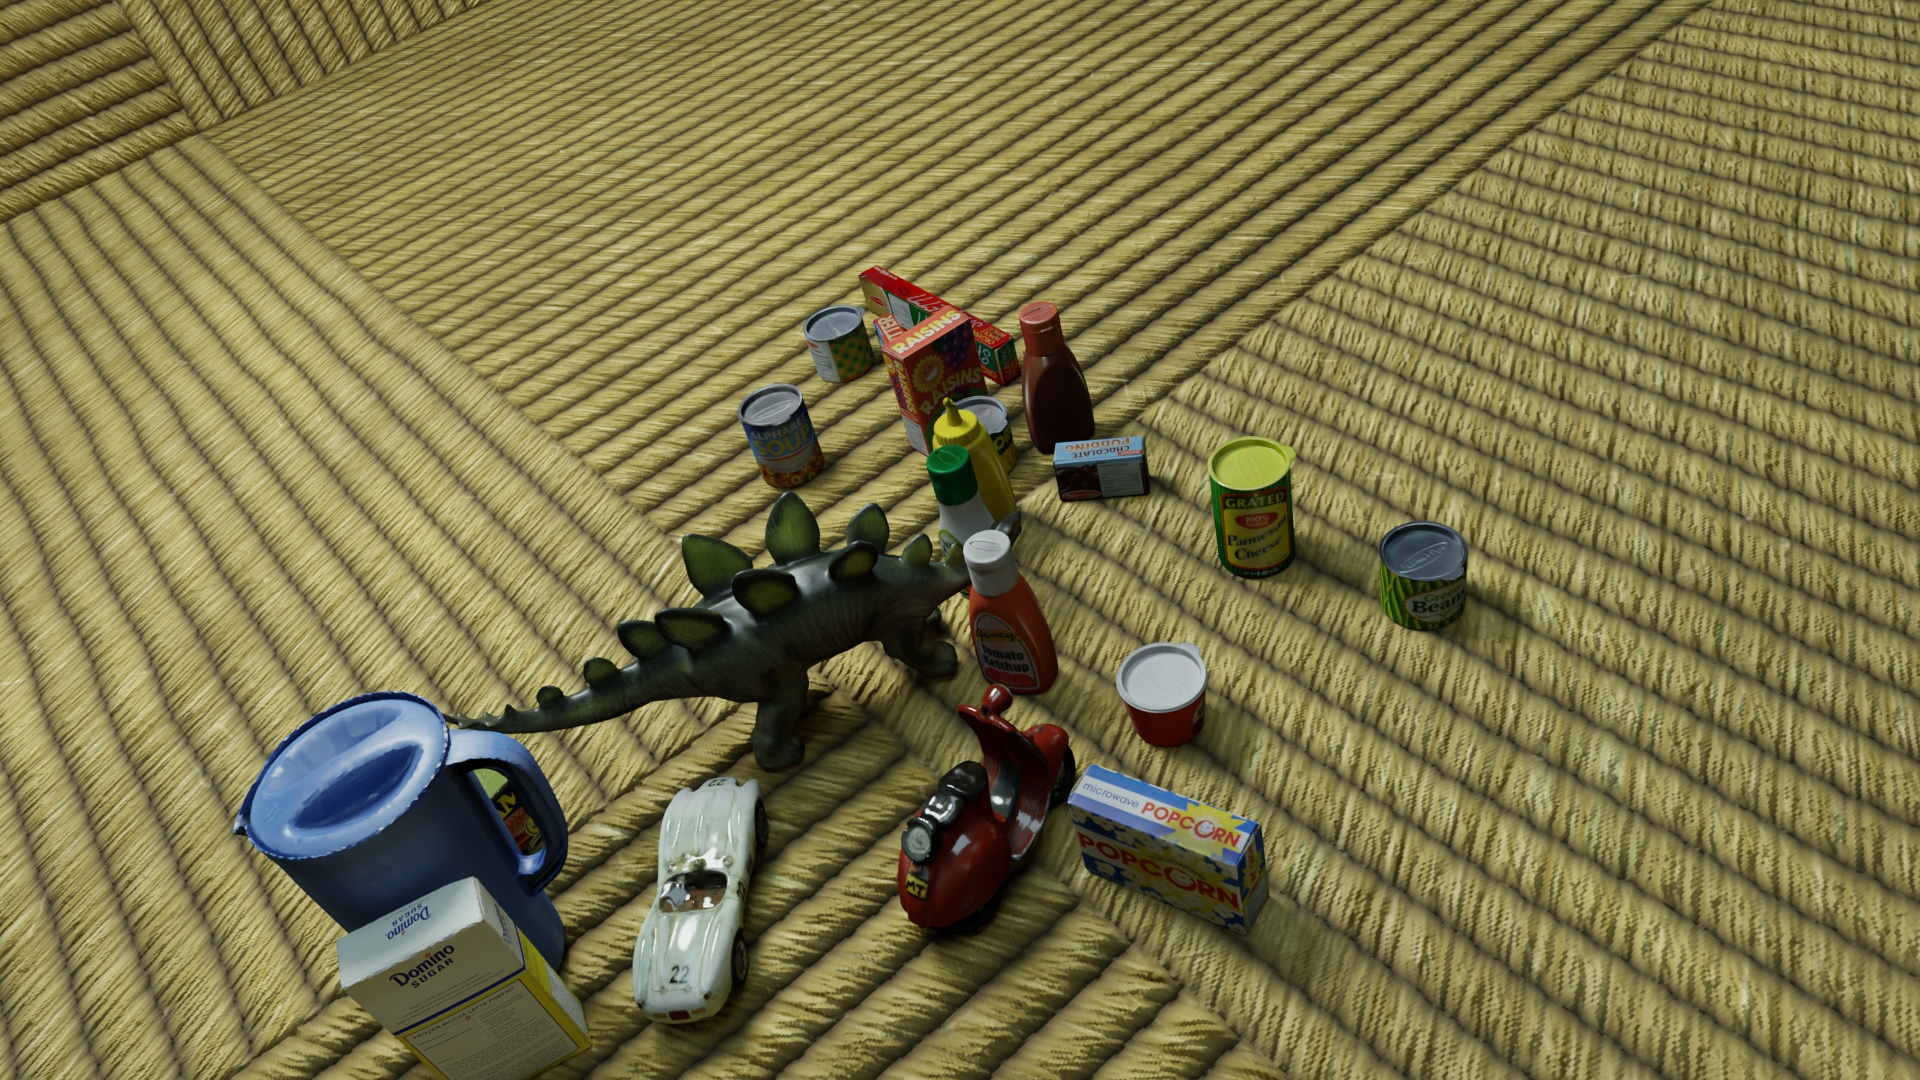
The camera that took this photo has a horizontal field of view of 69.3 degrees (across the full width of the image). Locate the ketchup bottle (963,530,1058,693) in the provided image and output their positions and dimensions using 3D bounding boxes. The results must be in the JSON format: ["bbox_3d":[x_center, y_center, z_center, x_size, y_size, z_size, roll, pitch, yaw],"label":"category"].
[{"bbox_3d":[0.035,0.056,1.089,0.065,0.148,0.044,9,47,26],"label":"ketchup bottle"}]

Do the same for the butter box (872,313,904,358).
[{"bbox_3d":[-0.062,-0.192,1.468,0.024,0.053,0.104,-22,41,-7],"label":"butter box"}]

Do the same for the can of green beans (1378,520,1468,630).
[{"bbox_3d":[0.362,0.028,1.088,0.071,0.057,0.071,-9,41,8],"label":"can of green beans"}]

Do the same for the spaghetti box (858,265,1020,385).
[{"bbox_3d":[-0.026,-0.236,1.507,0.029,0.050,0.250,-35,45,-21],"label":"spaghetti box"}]

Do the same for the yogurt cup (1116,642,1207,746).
[{"bbox_3d":[0.155,0.119,1.054,0.072,0.053,0.073,-9,41,8],"label":"yogurt cup"}]

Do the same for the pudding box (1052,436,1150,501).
[{"bbox_3d":[0.129,-0.066,1.270,0.084,0.049,0.030,-5,42,12],"label":"pudding box"}]

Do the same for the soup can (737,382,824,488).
[{"bbox_3d":[-0.177,-0.102,1.380,0.071,0.083,0.072,-9,41,8],"label":"soup can"}]

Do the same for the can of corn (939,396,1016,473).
[{"bbox_3d":[0.019,-0.095,1.330,0.071,0.058,0.071,-9,41,8],"label":"can of corn"}]

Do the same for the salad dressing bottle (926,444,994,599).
[{"bbox_3d":[0.004,-0.015,1.178,0.044,0.147,0.064,-38,45,-23],"label":"salad dressing bottle"}]

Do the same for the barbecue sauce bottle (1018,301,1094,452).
[{"bbox_3d":[0.086,-0.154,1.307,0.065,0.147,0.044,-21,41,-6],"label":"barbecue sauce bottle"}]

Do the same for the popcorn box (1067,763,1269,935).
[{"bbox_3d":[0.140,0.207,0.937,0.127,0.084,0.038,16,50,31],"label":"popcorn box"}]

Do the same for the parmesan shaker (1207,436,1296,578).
[{"bbox_3d":[0.245,-0.027,1.151,0.071,0.102,0.072,-9,41,8],"label":"parmesan shaker"}]

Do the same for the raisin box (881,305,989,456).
[{"bbox_3d":[-0.021,-0.155,1.360,0.086,0.122,0.040,-34,44,-20],"label":"raisin box"}]

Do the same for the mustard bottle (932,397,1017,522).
[{"bbox_3d":[0.007,-0.066,1.225,0.065,0.159,0.049,-18,41,-2],"label":"mustard bottle"}]

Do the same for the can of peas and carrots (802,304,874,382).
[{"bbox_3d":[-0.129,-0.215,1.509,0.071,0.058,0.071,-9,41,8],"label":"can of peas and carrots"}]
